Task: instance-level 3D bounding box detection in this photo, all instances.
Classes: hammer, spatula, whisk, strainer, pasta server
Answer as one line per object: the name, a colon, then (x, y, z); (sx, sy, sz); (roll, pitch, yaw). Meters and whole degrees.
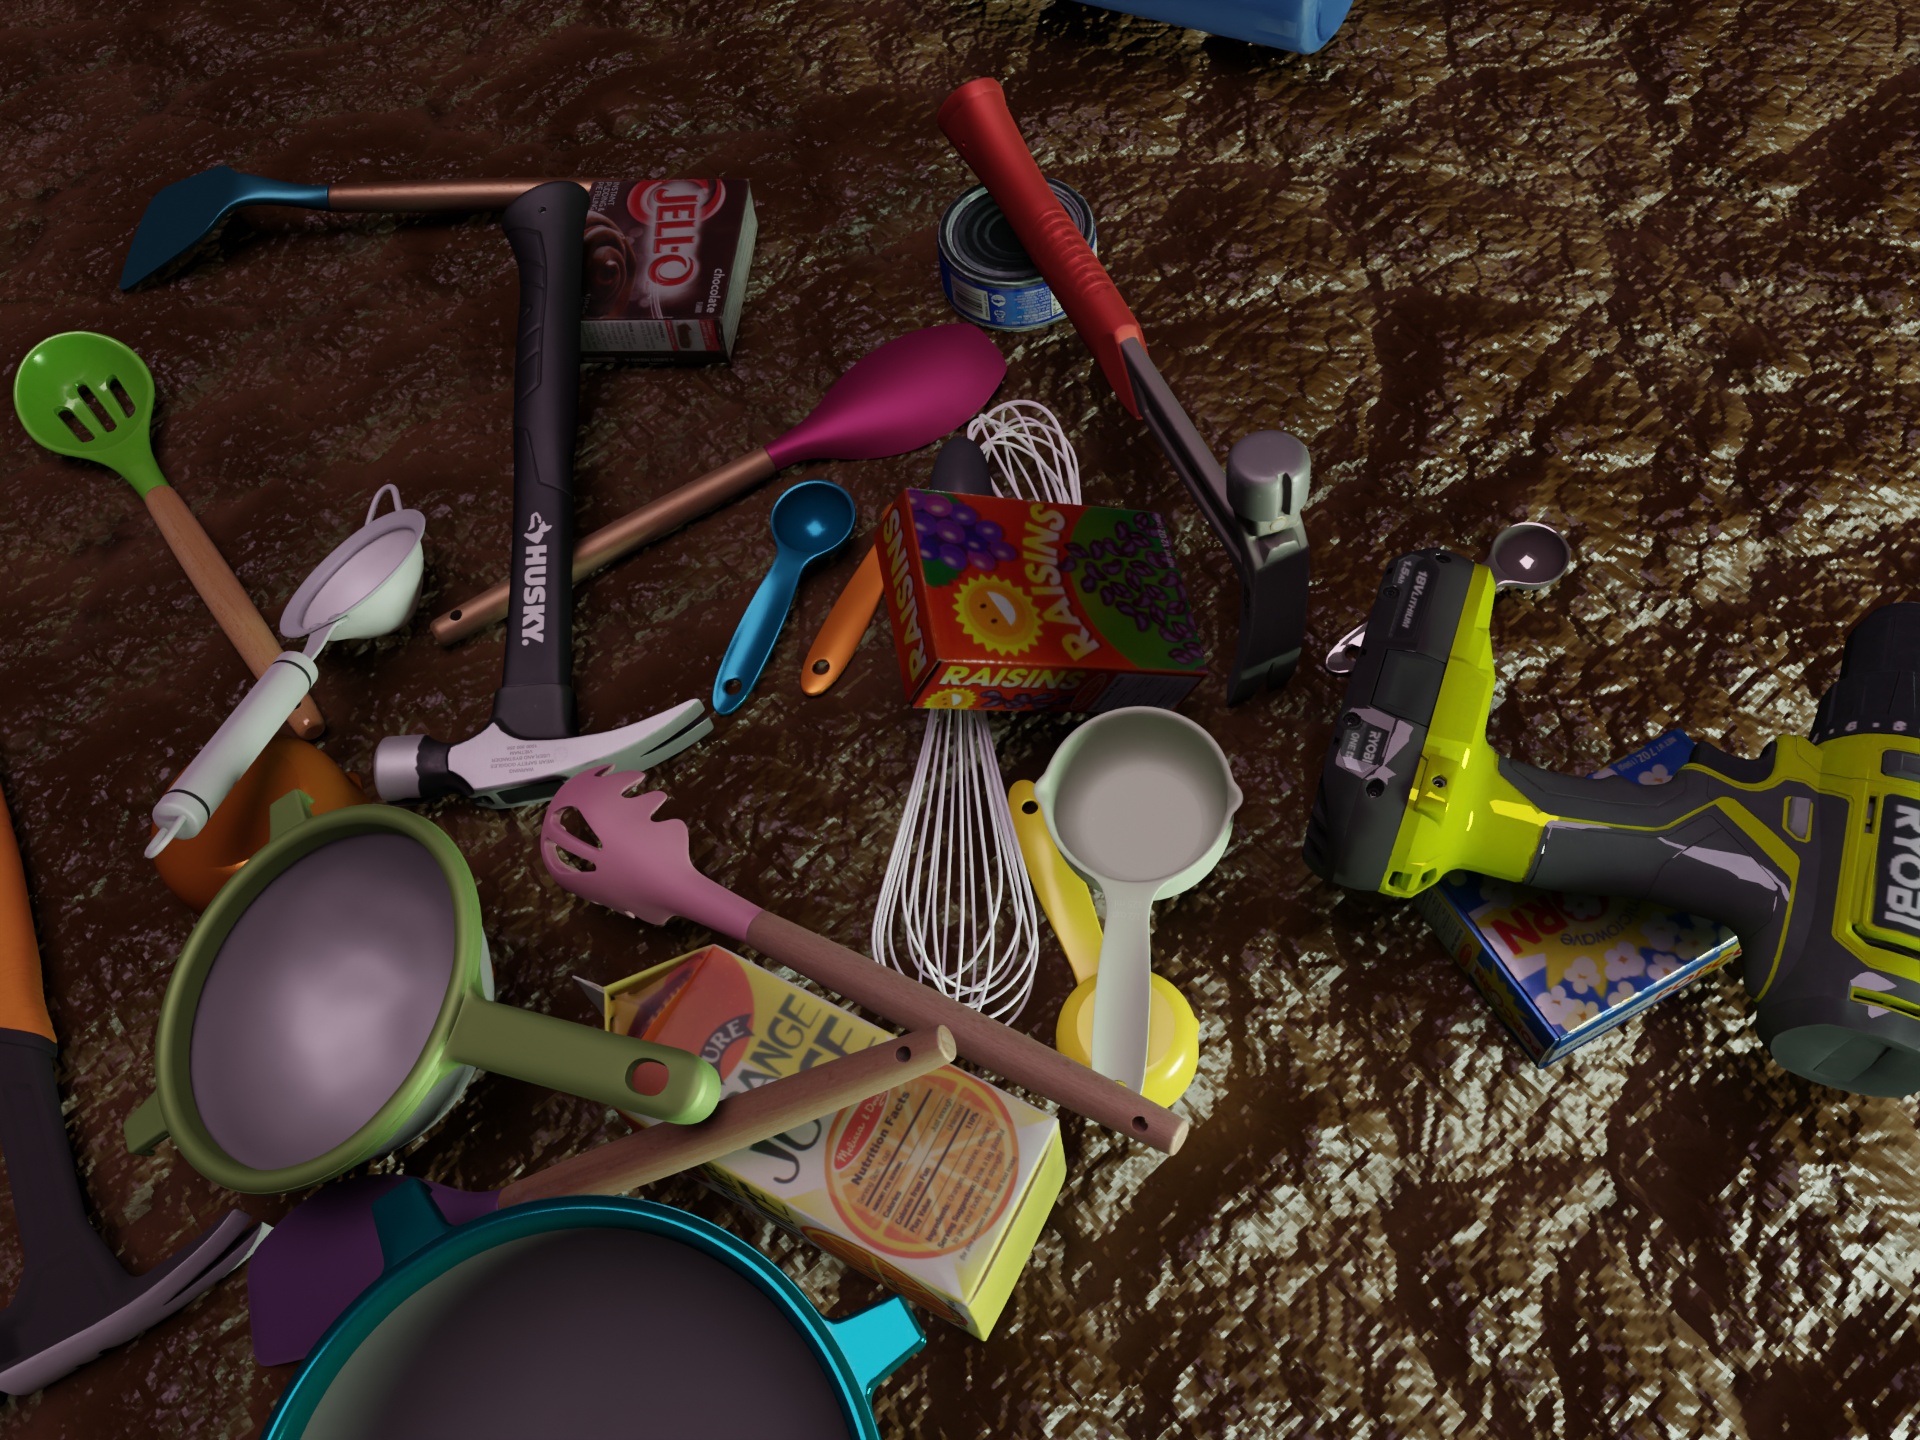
hammer: (0.068, -0.180, 0.747); (0.036, 0.149, 0.359); (-20, 56, -7)
hammer: (-0.196, -0.121, 0.770); (0.146, 0.035, 0.335); (-5, 68, 1)
spatula: (-0.337, -0.298, 0.929); (0.317, 0.044, 0.082); (-1, 59, 1)
whisk: (-0.002, -0.002, 0.679); (0.070, 0.070, 0.285); (-2, 63, 5)
strainer: (-0.133, 0.328, 0.497); (0.211, 0.095, 0.341); (9, 68, 12)
strainer: (-0.295, -0.024, 0.712); (0.087, 0.050, 0.259); (-21, 31, 22)
whisk: (0.054, -0.050, 0.726); (0.059, 0.057, 0.247); (-36, 59, 26)
spatula: (-0.141, 0.164, 0.569); (0.316, 0.018, 0.060); (-24, 66, 19)
pasta server: (-0.053, 0.090, 0.615); (0.316, 0.040, 0.060); (21, 100, 27)
hammer: (-0.405, 0.113, 0.685); (0.127, 0.034, 0.337); (-29, 60, -9)
strainer: (-0.187, 0.119, 0.600); (0.256, 0.069, 0.151); (7, 68, 27)

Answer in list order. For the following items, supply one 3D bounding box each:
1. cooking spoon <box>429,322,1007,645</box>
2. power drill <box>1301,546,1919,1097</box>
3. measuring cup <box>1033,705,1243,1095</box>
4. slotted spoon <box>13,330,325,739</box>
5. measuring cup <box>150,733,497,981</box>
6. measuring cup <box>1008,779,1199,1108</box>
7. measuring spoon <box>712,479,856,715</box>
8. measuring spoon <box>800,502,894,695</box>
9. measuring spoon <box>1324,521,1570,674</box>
cooking spoon: (-0.118, -0.119, 0.797); (0.319, 0.017, 0.069); (-30, 65, -11)
power drill: (0.260, 0.015, 0.596); (0.228, 0.080, 0.191); (17, 62, 14)
measuring cup: (0.068, 0.078, 0.626); (0.083, 0.038, 0.168); (1, 68, 13)
slotted spoon: (-0.402, -0.097, 0.815); (0.070, 0.031, 0.314); (-36, 64, -14)
measuring cup: (-0.273, 0.065, 0.686); (0.174, 0.052, 0.095); (25, 65, 22)
measuring cup: (0.049, 0.085, 0.650); (0.062, 0.029, 0.157); (-19, 61, -5)
measuring spoon: (-0.086, -0.056, 0.762); (0.042, 0.021, 0.129); (18, 72, 15)
measuring spoon: (-0.048, -0.061, 0.759); (0.021, 0.011, 0.117); (17, 63, 16)
measuring spoon: (0.220, -0.051, 0.723); (0.124, 0.018, 0.034); (-29, 60, -3)
